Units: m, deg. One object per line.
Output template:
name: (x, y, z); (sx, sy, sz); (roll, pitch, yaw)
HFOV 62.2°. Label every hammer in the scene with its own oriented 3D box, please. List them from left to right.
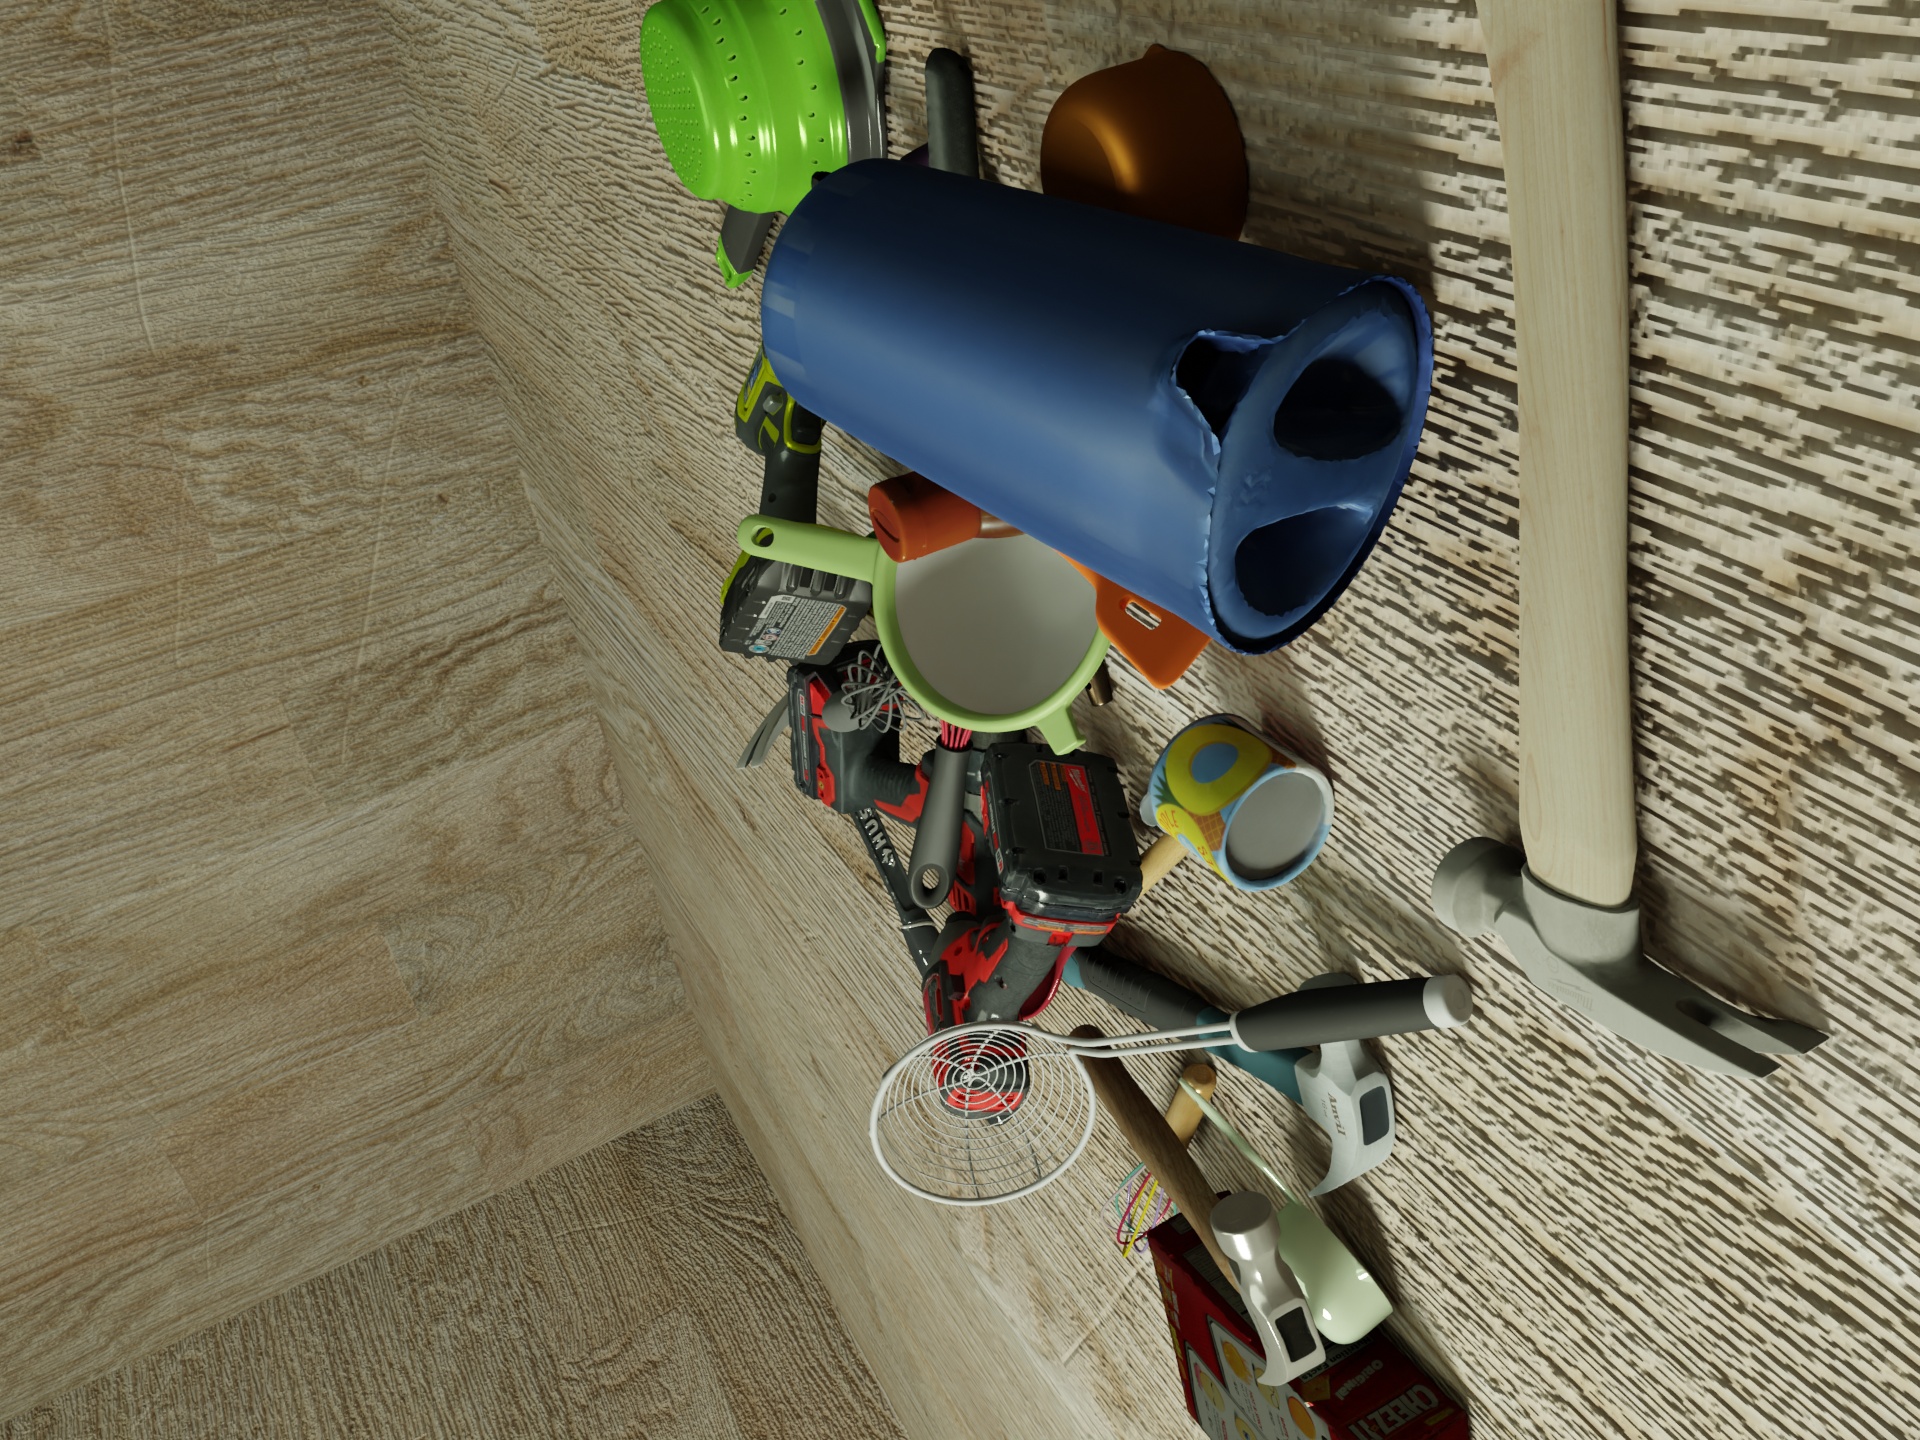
hammer: (-0.044, 0.151, 1.279); (0.036, 0.149, 0.408); (-8, 111, 48)
hammer: (0.122, 0.256, 0.908); (0.331, 0.031, 0.130); (-136, 23, -72)
hammer: (0.138, 0.173, 0.916); (0.331, 0.033, 0.128); (13, 122, 68)
hammer: (0.193, -0.082, 0.482); (0.146, 0.038, 0.410); (33, 141, 57)

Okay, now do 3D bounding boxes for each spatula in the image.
spatula: (0.010, -0.119, 0.788); (0.323, 0.081, 0.041); (36, 180, 30)
spatula: (0.031, -0.156, 0.864); (0.060, 0.018, 0.316); (-5, 108, 49)

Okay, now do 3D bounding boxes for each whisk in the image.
whisk: (-0.059, -0.014, 0.982); (0.239, 0.055, 0.055); (163, 85, -76)
whisk: (-0.002, -0.003, 0.972); (0.073, 0.073, 0.295); (48, 138, 46)
whisk: (0.134, 0.294, 1.046); (0.051, 0.047, 0.244); (41, 147, 25)

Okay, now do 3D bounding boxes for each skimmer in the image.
skimmer: (0.092, 0.187, 0.795); (0.127, 0.090, 0.363); (40, 145, -22)

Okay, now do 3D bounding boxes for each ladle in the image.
ladle: (0.085, 0.111, 0.948); (0.315, 0.031, 0.069); (125, 146, -57)

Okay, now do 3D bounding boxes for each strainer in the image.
strainer: (-0.010, -0.081, 0.868); (0.256, 0.069, 0.151); (15, 99, 34)

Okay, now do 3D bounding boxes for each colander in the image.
colander: (-0.152, -0.362, 1.021); (0.204, 0.094, 0.397); (67, 161, 2)

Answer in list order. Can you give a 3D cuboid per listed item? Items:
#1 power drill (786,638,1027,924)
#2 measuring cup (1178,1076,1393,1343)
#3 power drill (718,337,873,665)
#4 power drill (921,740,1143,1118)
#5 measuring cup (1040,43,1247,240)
power drill: (-0.029, 0.017, 1.104); (0.227, 0.080, 0.187); (32, 132, 45)
measuring cup: (0.164, 0.266, 0.860); (0.167, 0.038, 0.083); (49, 173, 1)
power drill: (-0.100, -0.169, 1.023); (0.190, 0.080, 0.229); (135, 138, -60)
power drill: (0.030, 0.123, 0.956); (0.143, 0.078, 0.219); (-99, 22, -47)
measuring cup: (0.052, -0.223, 0.680); (0.174, 0.052, 0.095); (14, 124, 65)
